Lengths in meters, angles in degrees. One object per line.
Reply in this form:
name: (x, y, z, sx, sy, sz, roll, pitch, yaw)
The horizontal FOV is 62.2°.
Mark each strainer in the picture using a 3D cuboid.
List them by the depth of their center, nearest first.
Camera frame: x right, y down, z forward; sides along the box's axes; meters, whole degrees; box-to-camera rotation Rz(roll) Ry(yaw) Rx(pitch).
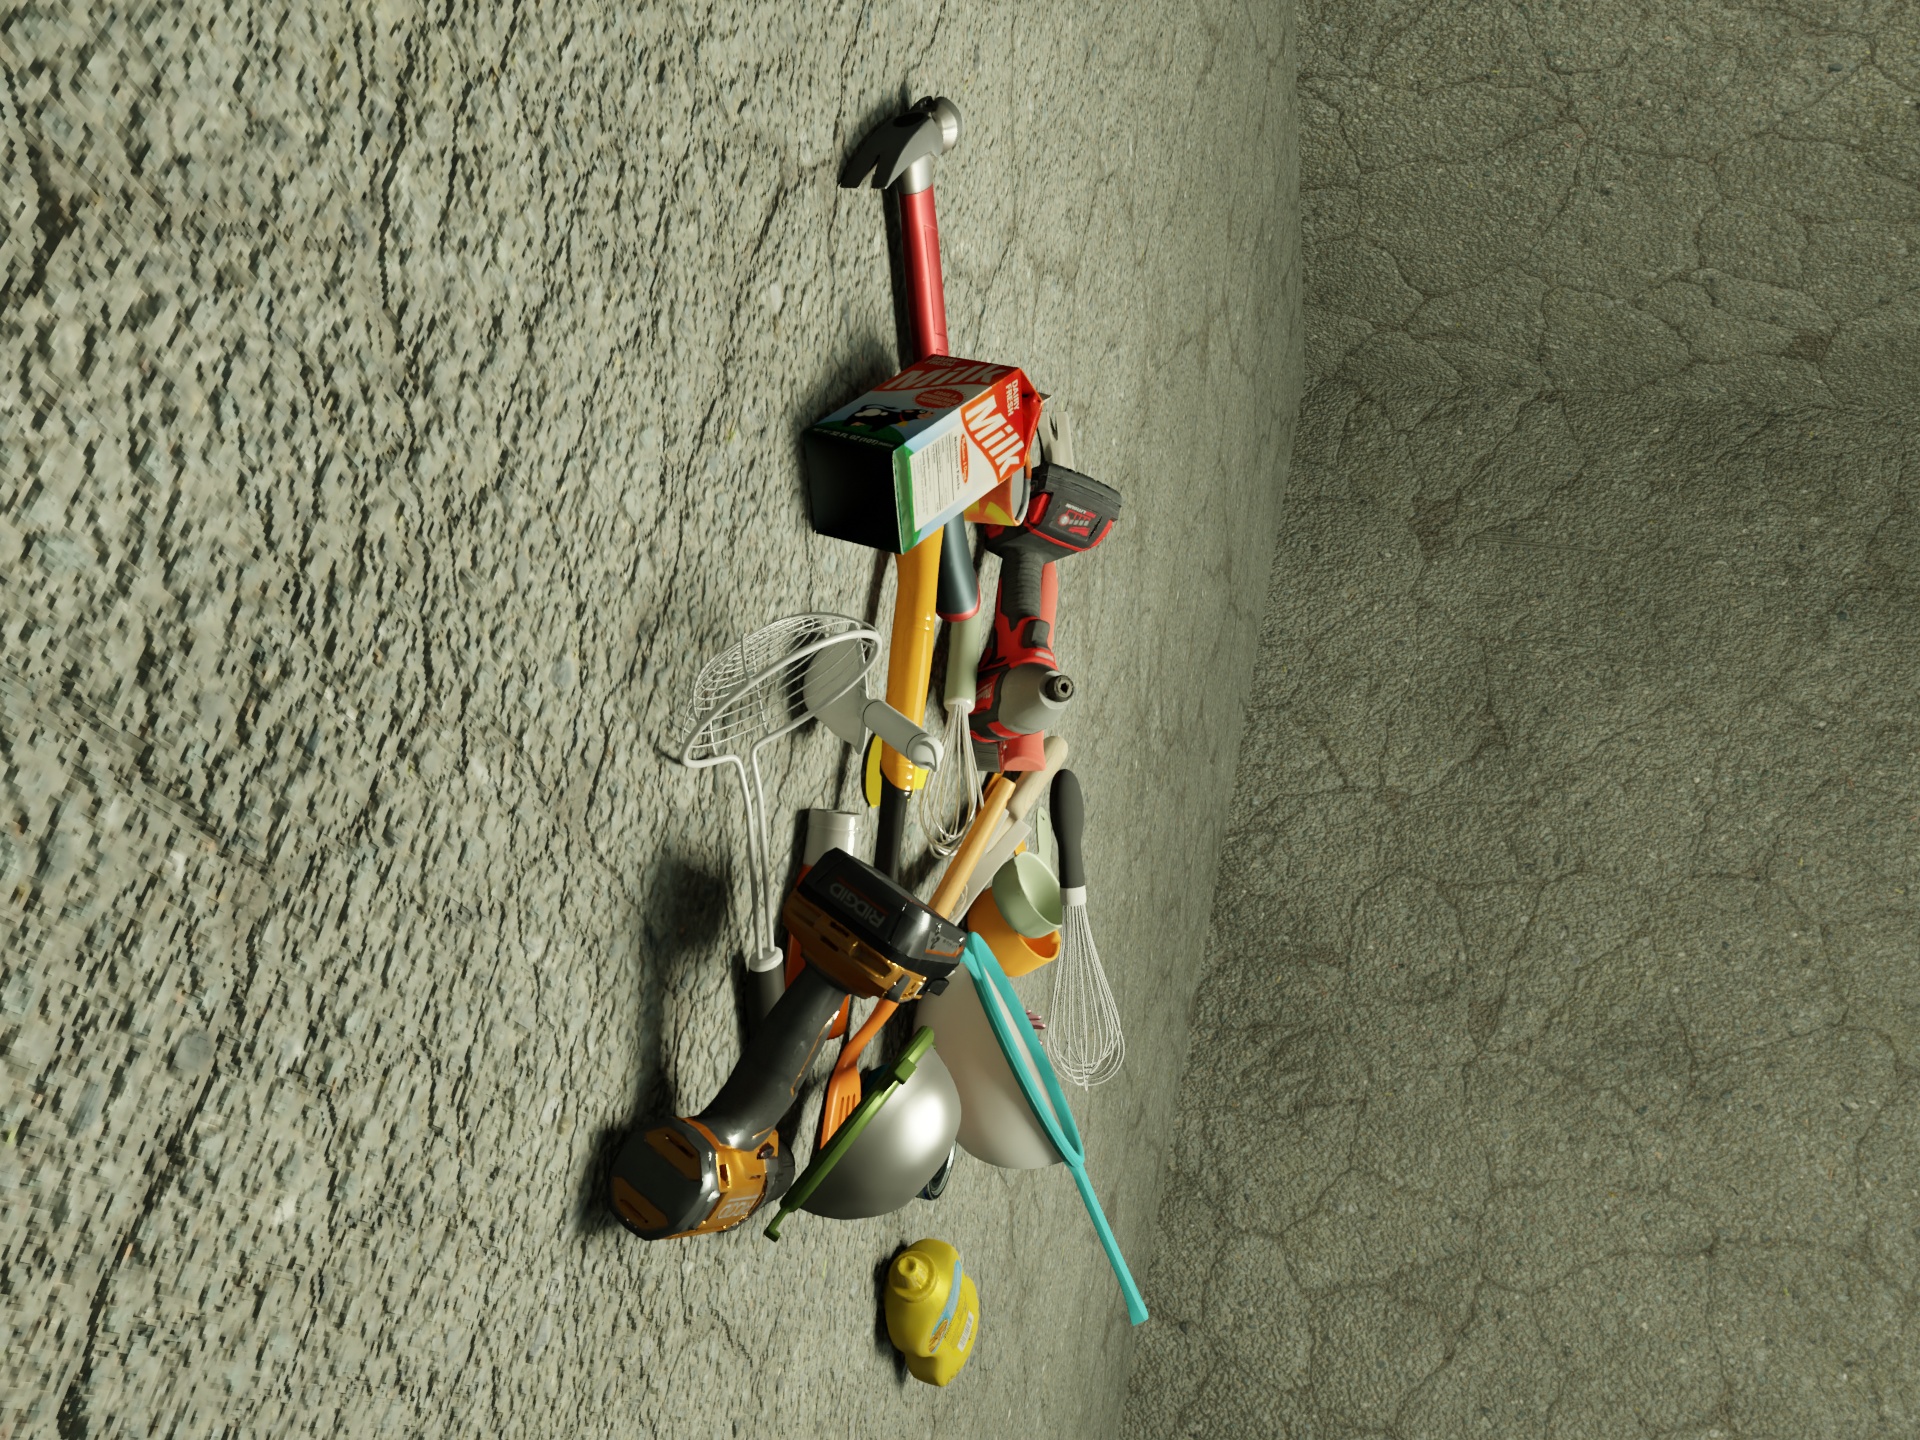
strainer: (-0.055, -0.006, 0.965, 0.259, 0.050, 0.087, -147, -126, -67)
strainer: (-0.036, 0.275, 1.094, 0.151, 0.069, 0.256, -52, 172, 10)
strainer: (0.043, 0.347, 1.312, 0.211, 0.095, 0.340, 52, 13, -79)

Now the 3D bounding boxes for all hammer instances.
hammer: (-0.039, 0.016, 1.106, 0.034, 0.127, 0.337, 12, 77, -33)
hammer: (-0.024, -0.230, 1.141, 0.143, 0.038, 0.386, -62, 153, -48)
hammer: (0.050, 0.078, 1.432, 0.146, 0.038, 0.411, -55, 178, 22)
hammer: (0.074, -0.110, 1.446, 0.149, 0.037, 0.359, 75, 19, -52)

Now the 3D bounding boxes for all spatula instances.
spatula: (-0.033, 0.191, 1.185, 0.322, 0.041, 0.081, -62, 162, 0)

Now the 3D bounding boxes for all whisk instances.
whisk: (-0.002, -0.004, 1.262, 0.059, 0.057, 0.247, -34, -137, 48)
whisk: (0.100, 0.182, 1.383, 0.070, 0.070, 0.284, -22, 109, -71)

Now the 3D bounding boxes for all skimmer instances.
skimmer: (-0.100, 0.102, 0.931, 0.127, 0.090, 0.363, -25, 127, -39)

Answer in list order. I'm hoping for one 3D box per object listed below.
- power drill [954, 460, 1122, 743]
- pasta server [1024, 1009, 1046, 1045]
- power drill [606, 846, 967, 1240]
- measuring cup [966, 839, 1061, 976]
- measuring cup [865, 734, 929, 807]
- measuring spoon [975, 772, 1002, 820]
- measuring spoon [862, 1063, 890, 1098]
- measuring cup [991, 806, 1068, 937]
power drill: (0.061, -0.093, 1.316, 0.143, 0.078, 0.220, -14, -119, 60)
pasta server: (0.029, 0.270, 1.526, 0.060, 0.040, 0.316, -64, 157, -20)
power drill: (-0.092, 0.194, 0.915, 0.226, 0.084, 0.185, -55, 161, -4)
measuring cup: (0.042, 0.166, 1.503, 0.095, 0.052, 0.174, 41, 26, -33)
measuring cup: (-0.036, 0.041, 1.225, 0.156, 0.029, 0.062, 20, 78, -74)
measuring spoon: (0.030, 0.053, 1.491, 0.021, 0.011, 0.117, 87, 22, -44)
measuring spoon: (-0.069, 0.321, 1.266, 0.042, 0.021, 0.128, -66, 165, -50)
measuring cup: (0.063, 0.136, 1.467, 0.083, 0.038, 0.168, 47, 23, -21)
